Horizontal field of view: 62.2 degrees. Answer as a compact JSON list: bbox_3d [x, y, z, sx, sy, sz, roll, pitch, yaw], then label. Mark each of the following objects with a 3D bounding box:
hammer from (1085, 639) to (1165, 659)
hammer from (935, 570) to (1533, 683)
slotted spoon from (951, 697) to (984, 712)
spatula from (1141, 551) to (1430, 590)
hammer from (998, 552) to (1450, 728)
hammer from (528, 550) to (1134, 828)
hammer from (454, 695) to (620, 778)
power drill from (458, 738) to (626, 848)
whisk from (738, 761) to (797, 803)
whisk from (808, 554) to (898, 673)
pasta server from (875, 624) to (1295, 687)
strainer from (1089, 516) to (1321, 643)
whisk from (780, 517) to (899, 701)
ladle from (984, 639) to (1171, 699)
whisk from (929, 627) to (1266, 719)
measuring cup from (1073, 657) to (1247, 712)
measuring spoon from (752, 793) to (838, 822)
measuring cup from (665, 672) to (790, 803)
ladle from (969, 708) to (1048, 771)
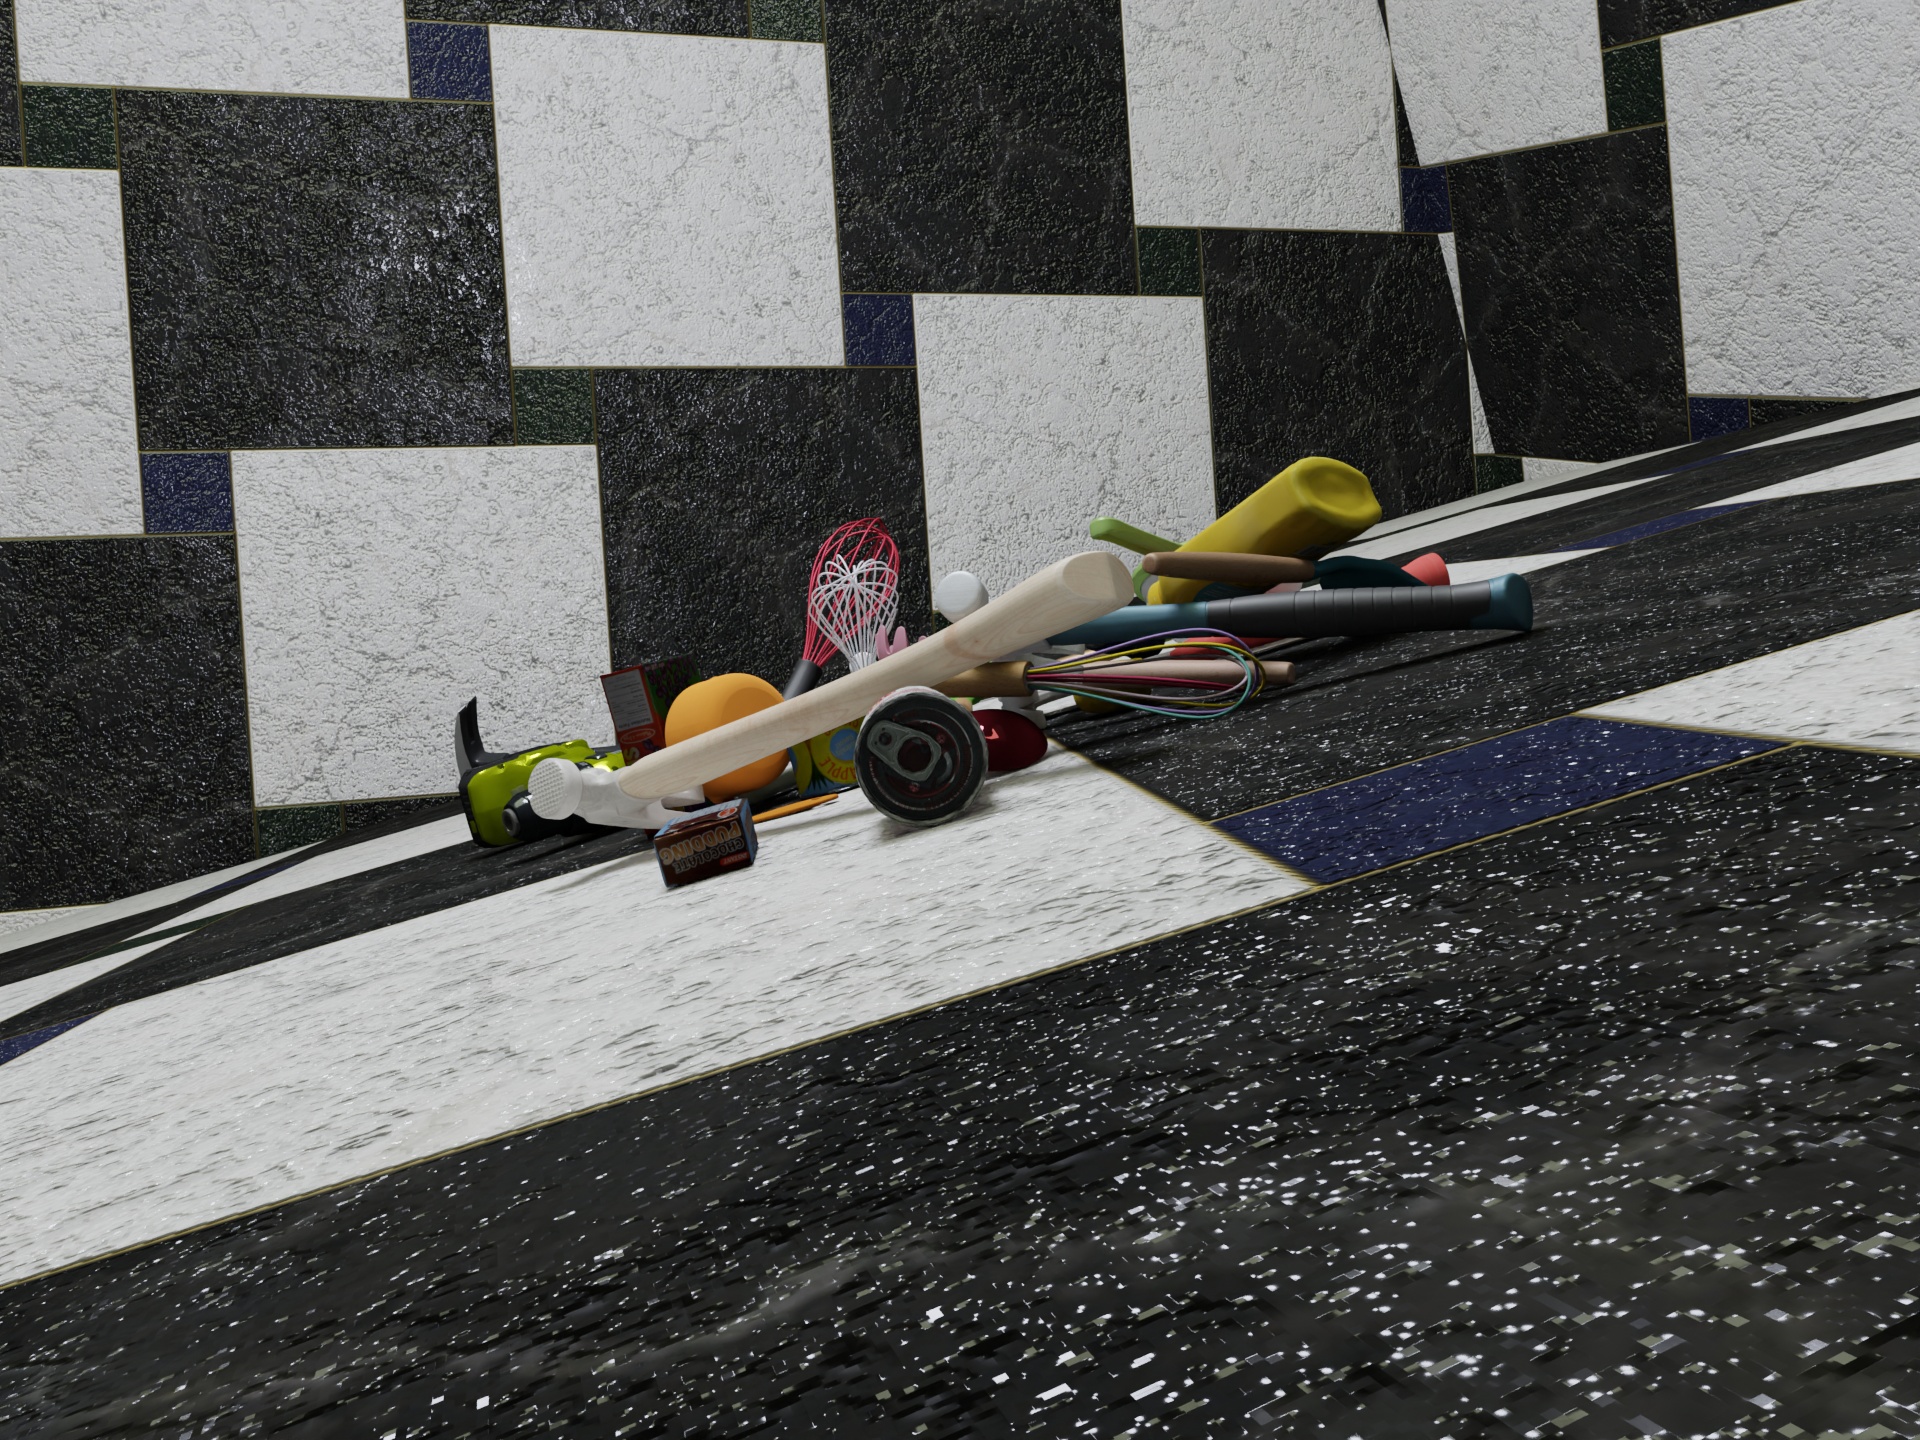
[{"bbox_3d":[0.104,-0.068,1.305,0.144,0.035,0.405,-18,-4,17],"label":"hammer"},{"bbox_3d":[0.161,-0.060,0.933,0.331,0.033,0.128,-2,-17,19],"label":"hammer"},{"bbox_3d":[-0.002,-0.004,1.172,0.070,0.031,0.314,-15,11,5],"label":"slotted spoon"},{"bbox_3d":[0.215,-0.088,1.038,0.082,0.044,0.317,-11,-5,41],"label":"spatula"},{"bbox_3d":[0.206,-0.061,1.213,0.359,0.036,0.149,-17,5,-6],"label":"hammer"},{"bbox_3d":[-0.072,-0.009,0.962,0.410,0.038,0.146,-22,-19,31],"label":"hammer"},{"bbox_3d":[-0.331,0.033,1.523,0.335,0.146,0.035,-6,27,17],"label":"hammer"},{"bbox_3d":[-0.342,0.063,1.381,0.190,0.080,0.228,-19,8,-40],"label":"power drill"},{"bbox_3d":[-0.086,0.015,1.268,0.058,0.059,0.246,21,31,34],"label":"whisk"},{"bbox_3d":[-0.079,-0.053,1.259,0.070,0.070,0.284,-17,-19,-6],"label":"whisk"},{"bbox_3d":[0.072,-0.038,1.055,0.316,0.040,0.060,1,-18,34],"label":"pasta server"},{"bbox_3d":[0.185,-0.104,1.272,0.151,0.069,0.256,-17,-19,37],"label":"strainer"},{"bbox_3d":[-0.118,-0.058,1.318,0.073,0.073,0.296,-12,44,41],"label":"whisk"},{"bbox_3d":[0.143,-0.079,1.540,0.320,0.062,0.078,-17,-4,18],"label":"ladle"},{"bbox_3d":[0.063,-0.022,0.954,0.245,0.051,0.047,-1,-14,26],"label":"whisk"},{"bbox_3d":[0.136,-0.019,1.069,0.062,0.029,0.157,-19,17,-35],"label":"measuring cup"},{"bbox_3d":[-0.135,0.061,1.061,0.117,0.011,0.021,-15,5,16],"label":"measuring spoon"},{"bbox_3d":[-0.129,0.015,1.170,0.173,0.095,0.052,9,-17,-38],"label":"measuring cup"},{"bbox_3d":[-0.024,-0.004,1.075,0.069,0.031,0.315,-10,10,-19],"label":"ladle"}]
